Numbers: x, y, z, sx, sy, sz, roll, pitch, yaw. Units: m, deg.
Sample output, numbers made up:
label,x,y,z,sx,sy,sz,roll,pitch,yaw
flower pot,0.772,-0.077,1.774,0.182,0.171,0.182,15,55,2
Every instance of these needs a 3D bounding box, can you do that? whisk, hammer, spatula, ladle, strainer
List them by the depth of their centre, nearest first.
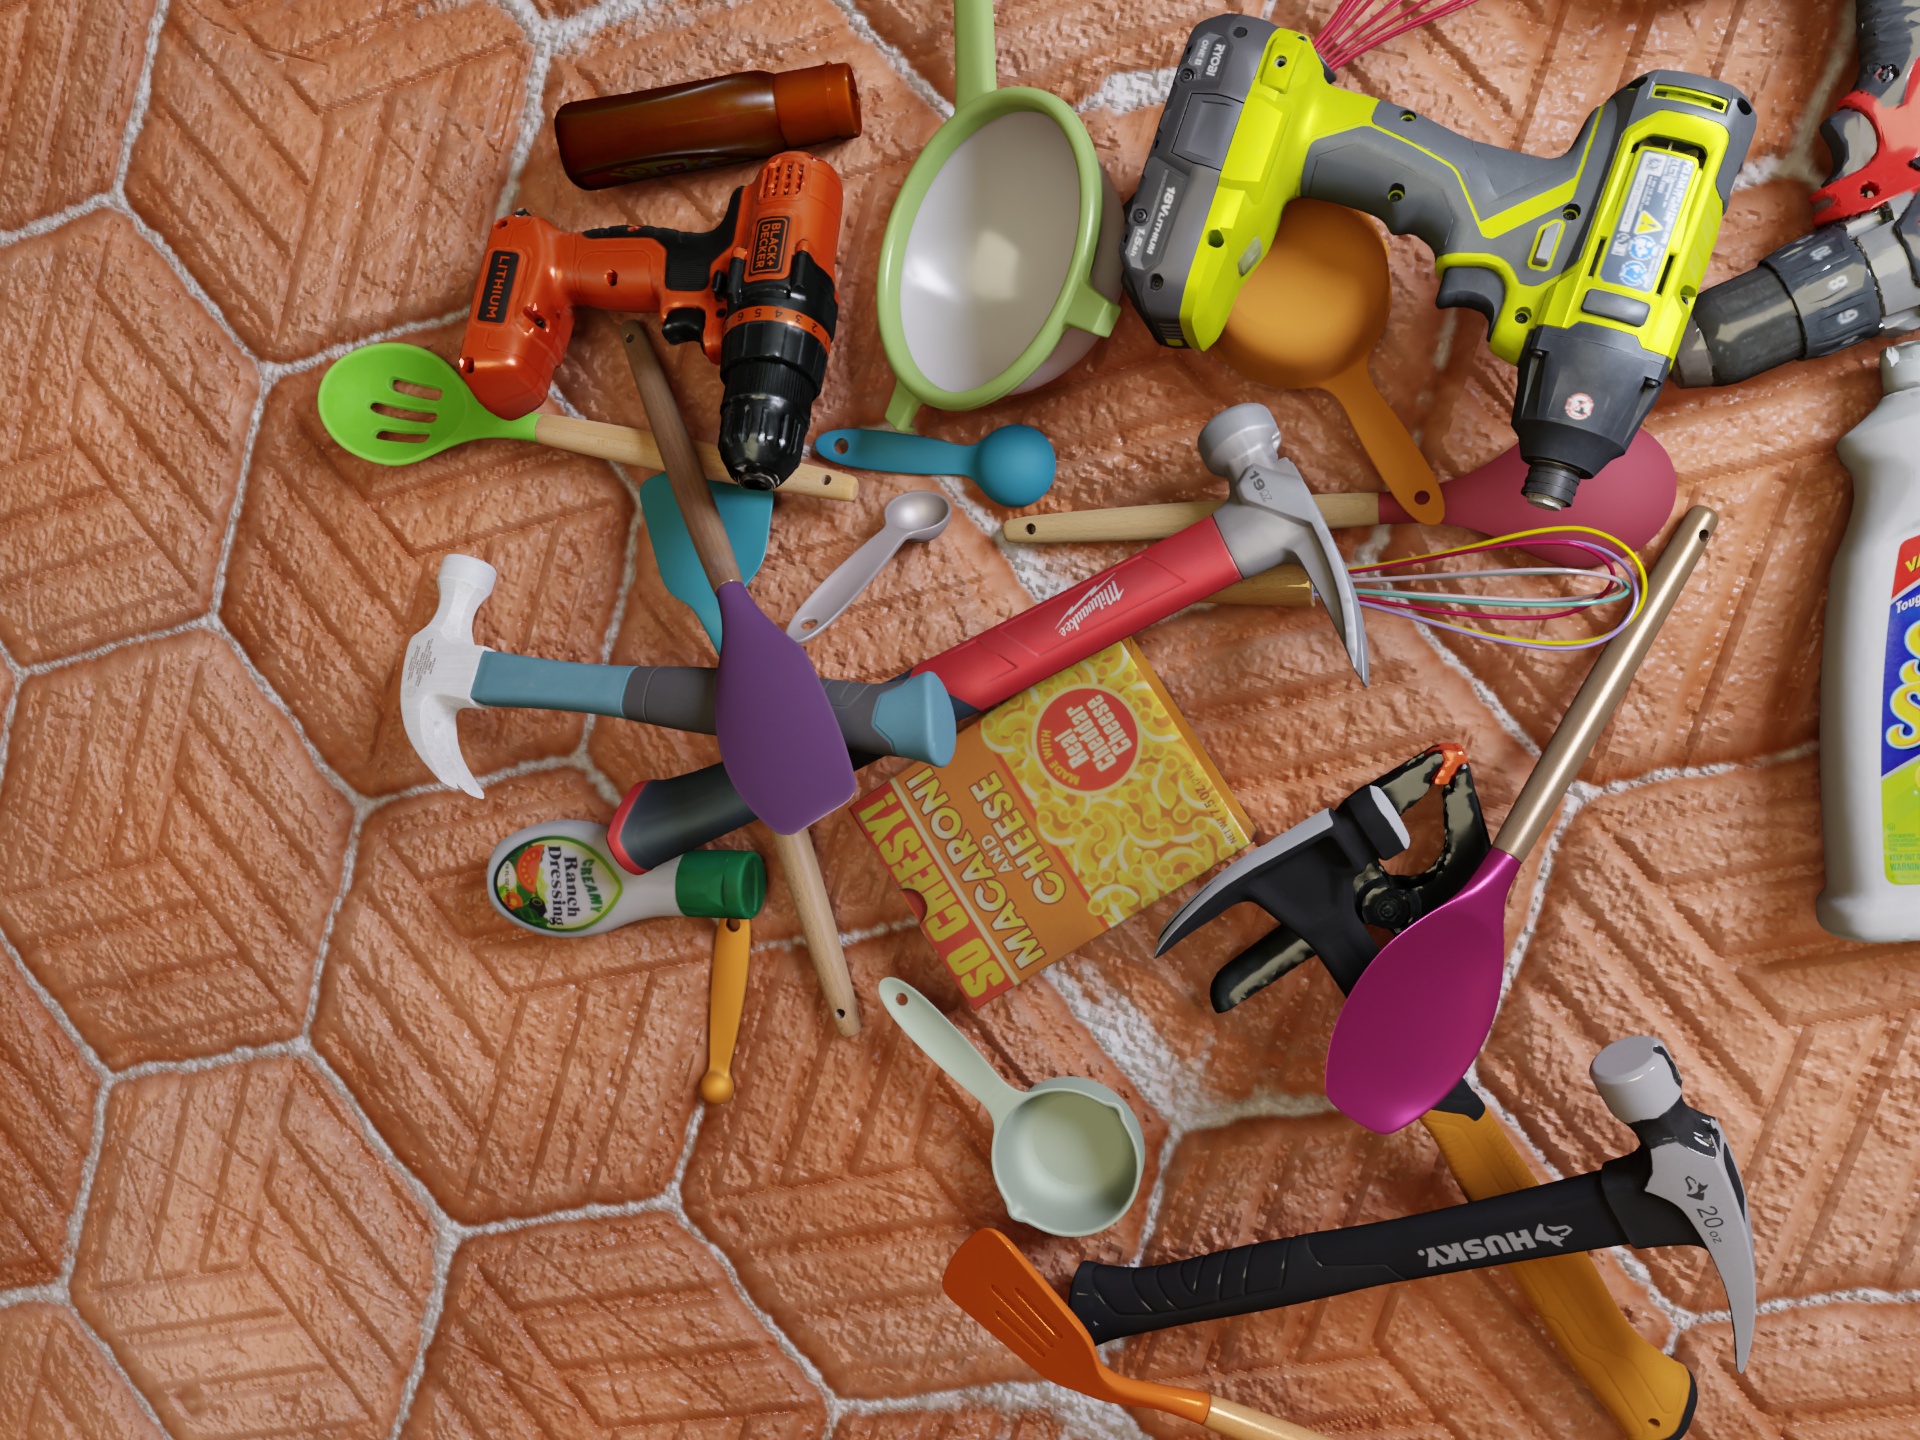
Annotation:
label,x,y,z,sx,sy,sz,roll,pitch,yaw
whisk,0.180,-0.316,0.727,0.296,0.073,0.073,-39,84,19
hammer,0.189,0.250,0.731,0.335,0.035,0.146,-25,101,32
hammer,0.229,0.199,0.739,0.127,0.034,0.337,-33,94,16
whisk,0.188,-0.067,0.744,0.245,0.051,0.047,4,127,23
ladle,0.173,-0.101,0.761,0.315,0.031,0.069,-2,95,17
hammer,-0.001,-0.002,0.764,0.386,0.038,0.143,-27,66,15
strainer,0.028,-0.268,0.771,0.151,0.069,0.256,-16,71,47
spatula,0.142,0.334,0.773,0.322,0.041,0.081,22,136,-2
spatula,-0.122,-0.082,0.779,0.060,0.018,0.316,-30,62,13
hammer,-0.151,-0.014,0.796,0.331,0.033,0.128,6,74,27
spatula,-0.098,0.014,0.845,0.082,0.044,0.317,-14,95,14

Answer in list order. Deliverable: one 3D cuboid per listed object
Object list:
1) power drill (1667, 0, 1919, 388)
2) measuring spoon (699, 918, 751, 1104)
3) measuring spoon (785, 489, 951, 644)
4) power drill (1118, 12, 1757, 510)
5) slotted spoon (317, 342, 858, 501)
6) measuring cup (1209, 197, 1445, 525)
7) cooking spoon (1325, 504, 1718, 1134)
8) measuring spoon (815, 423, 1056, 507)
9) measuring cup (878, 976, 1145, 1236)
label,x,y,z,sx,sy,sz,roll,pitch,yaw
power drill,0.362,-0.266,0.673,0.188,0.080,0.227,-23,91,16
measuring spoon,-0.129,0.154,0.867,0.021,0.011,0.117,8,96,14
measuring spoon,-0.046,-0.073,0.788,0.034,0.124,0.018,22,143,27
power drill,0.188,-0.195,0.661,0.223,0.080,0.171,19,93,15
slotted spoon,-0.201,-0.149,0.850,0.314,0.031,0.070,13,81,15
measuring cup,0.173,-0.167,0.727,0.095,0.052,0.174,-30,76,12
cooking spoon,0.254,0.039,0.704,0.068,0.017,0.319,34,83,-14
measuring spoon,-0.016,-0.135,0.809,0.128,0.021,0.042,8,96,13
measuring cup,0.024,0.189,0.817,0.168,0.038,0.083,43,103,10
